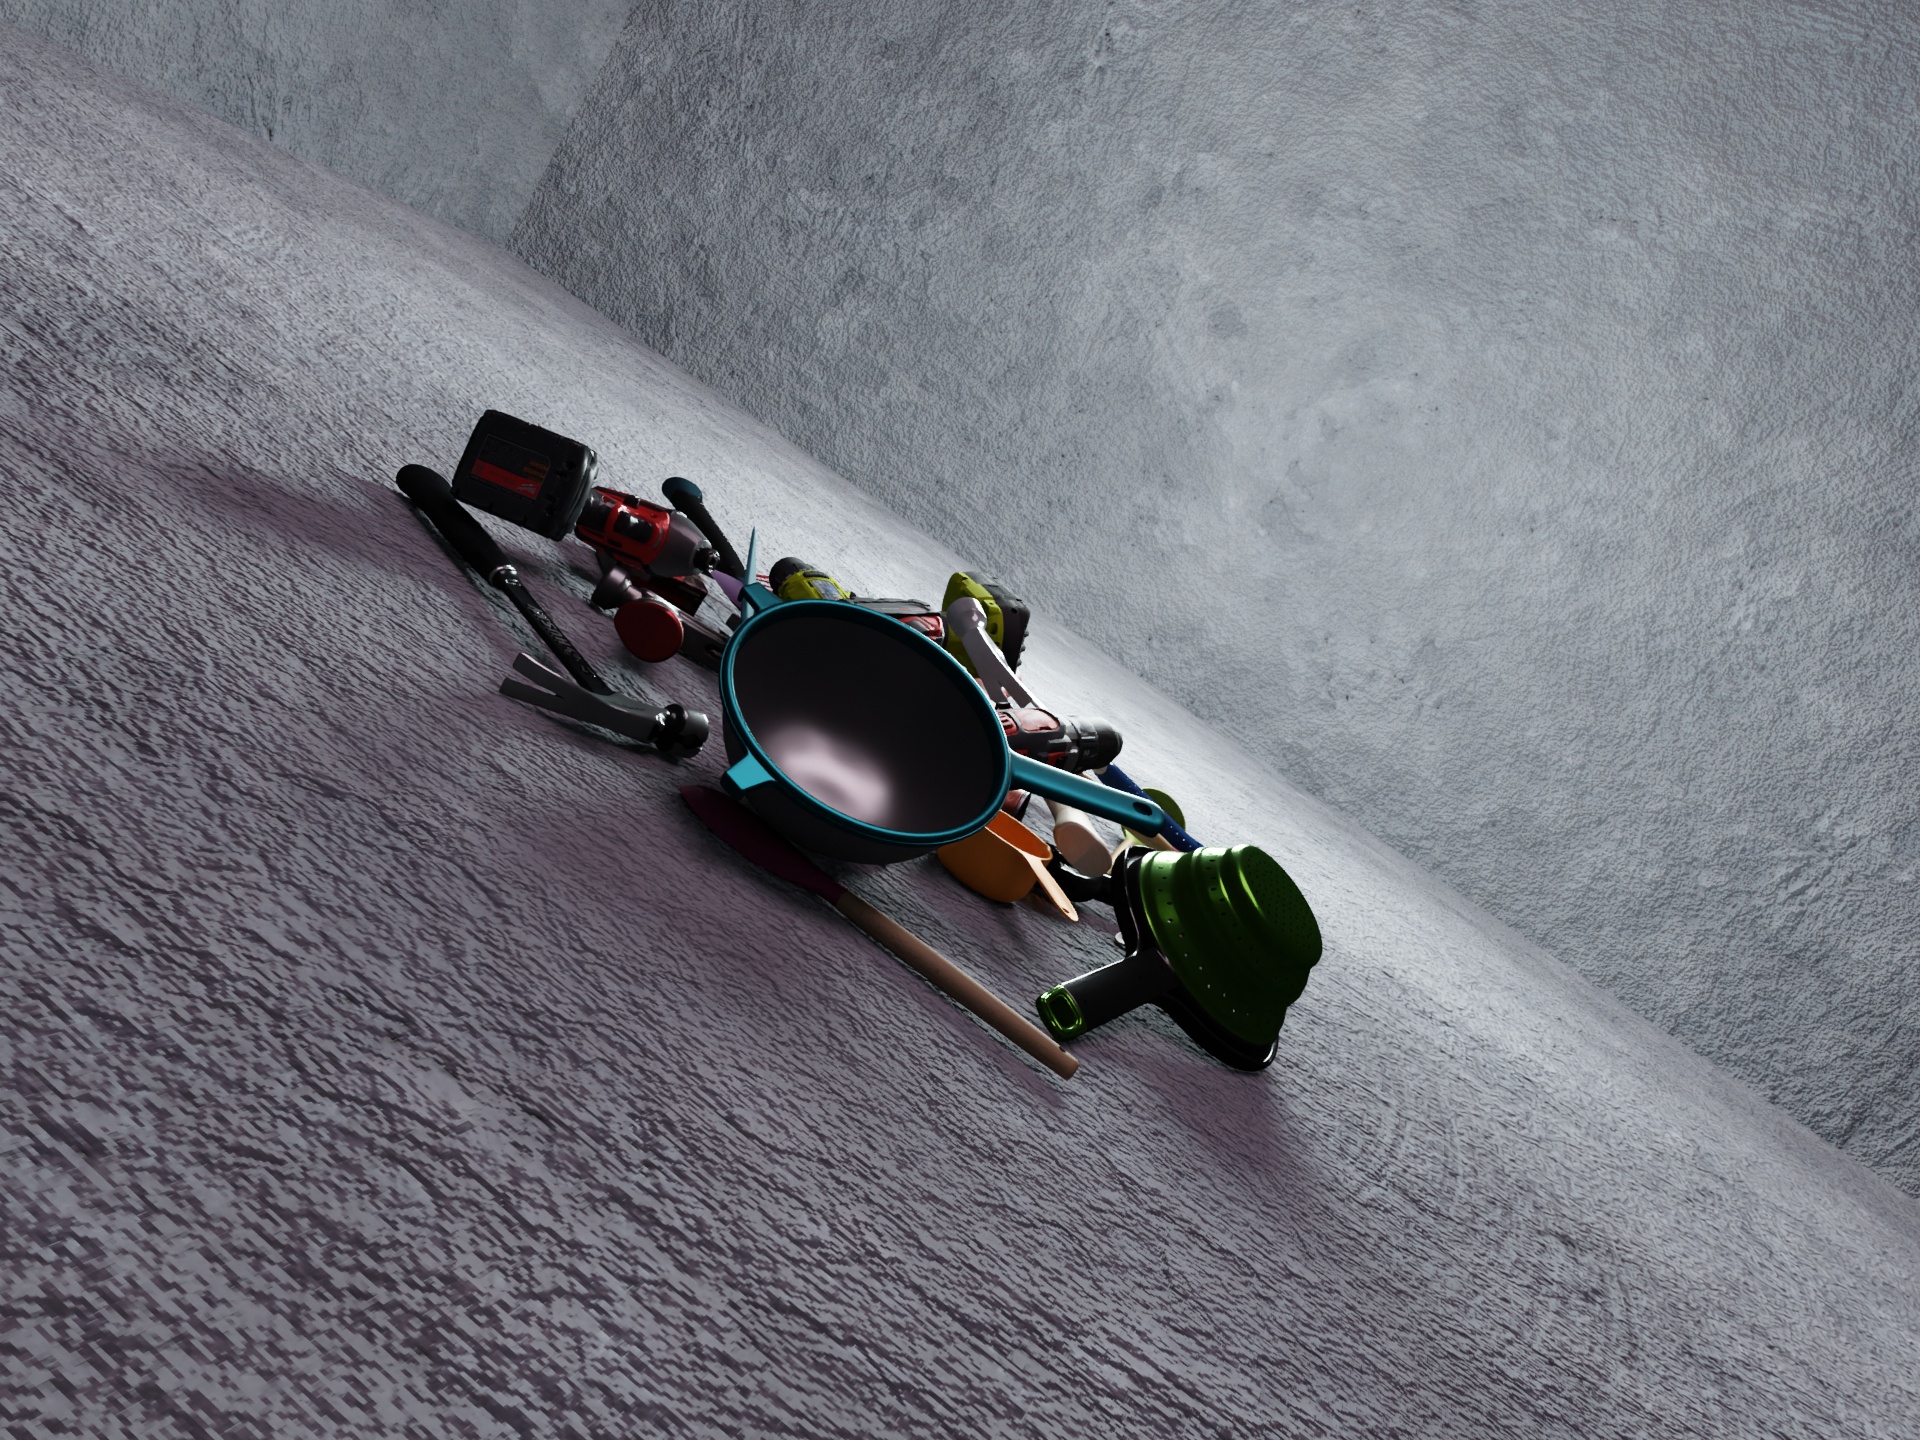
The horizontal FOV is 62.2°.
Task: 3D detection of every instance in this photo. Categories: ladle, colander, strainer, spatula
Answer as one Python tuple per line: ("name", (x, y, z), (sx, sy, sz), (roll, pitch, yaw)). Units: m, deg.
("ladle", (0.184, 0.113, 1.513), (0.031, 0.069, 0.315), (13, -16, 38))
("colander", (0.178, 0.168, 1.189), (0.205, 0.094, 0.397), (59, 26, 15))
("strainer", (-0.022, 0.043, 1.100), (0.340, 0.095, 0.211), (19, 41, -21))
("spatula", (-0.156, -0.063, 1.404), (0.059, 0.018, 0.316), (24, 16, -36))
("ladle", (0.177, 0.125, 1.623), (0.078, 0.062, 0.320), (50, 15, 5))
("spatula", (-0.132, -0.030, 1.299), (0.044, 0.082, 0.318), (-16, 51, -22))

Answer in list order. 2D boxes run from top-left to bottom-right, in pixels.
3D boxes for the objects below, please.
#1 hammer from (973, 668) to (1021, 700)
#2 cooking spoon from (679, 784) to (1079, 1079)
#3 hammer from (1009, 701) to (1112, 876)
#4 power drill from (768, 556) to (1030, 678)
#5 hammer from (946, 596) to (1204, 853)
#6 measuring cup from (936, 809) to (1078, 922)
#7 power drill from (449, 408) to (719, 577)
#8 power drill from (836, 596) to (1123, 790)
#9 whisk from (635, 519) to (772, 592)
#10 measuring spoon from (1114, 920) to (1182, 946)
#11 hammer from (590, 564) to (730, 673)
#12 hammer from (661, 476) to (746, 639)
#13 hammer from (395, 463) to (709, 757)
("hammer", (-0.002, -0.005, 1.458), (0.149, 0.036, 0.359), (13, 15, 17))
("cooking spoon", (-0.056, 0.129, 1.020), (0.319, 0.017, 0.068), (35, 11, 17))
("hammer", (0.097, 0.075, 1.472), (0.146, 0.038, 0.411), (42, 6, -12))
("power drill", (-0.067, -0.104, 1.531), (0.228, 0.080, 0.191), (2, 25, -25))
("hammer", (0.128, 0.041, 1.516), (0.405, 0.035, 0.144), (43, 15, -39))
("measuring cup", (0.039, 0.124, 1.233), (0.095, 0.052, 0.174), (26, 14, -33))
("power drill", (-0.302, -0.174, 1.325), (0.143, 0.078, 0.219), (23, -1, 24))
("power drill", (0.010, -0.017, 1.293), (0.227, 0.080, 0.187), (35, 24, 34))
("whisk", (-0.227, -0.144, 1.672), (0.296, 0.073, 0.073), (26, 11, 0))
("measuring spoon", (0.165, 0.194, 1.396), (0.034, 0.018, 0.124), (39, 19, 30))
("hammer", (-0.214, -0.064, 1.195), (0.143, 0.038, 0.386), (32, -1, -12))
("hammer", (-0.224, -0.143, 1.586), (0.128, 0.033, 0.331), (15, 30, -44))
("hammer", (-0.341, -0.099, 1.190), (0.149, 0.036, 0.409), (20, 16, -47))
